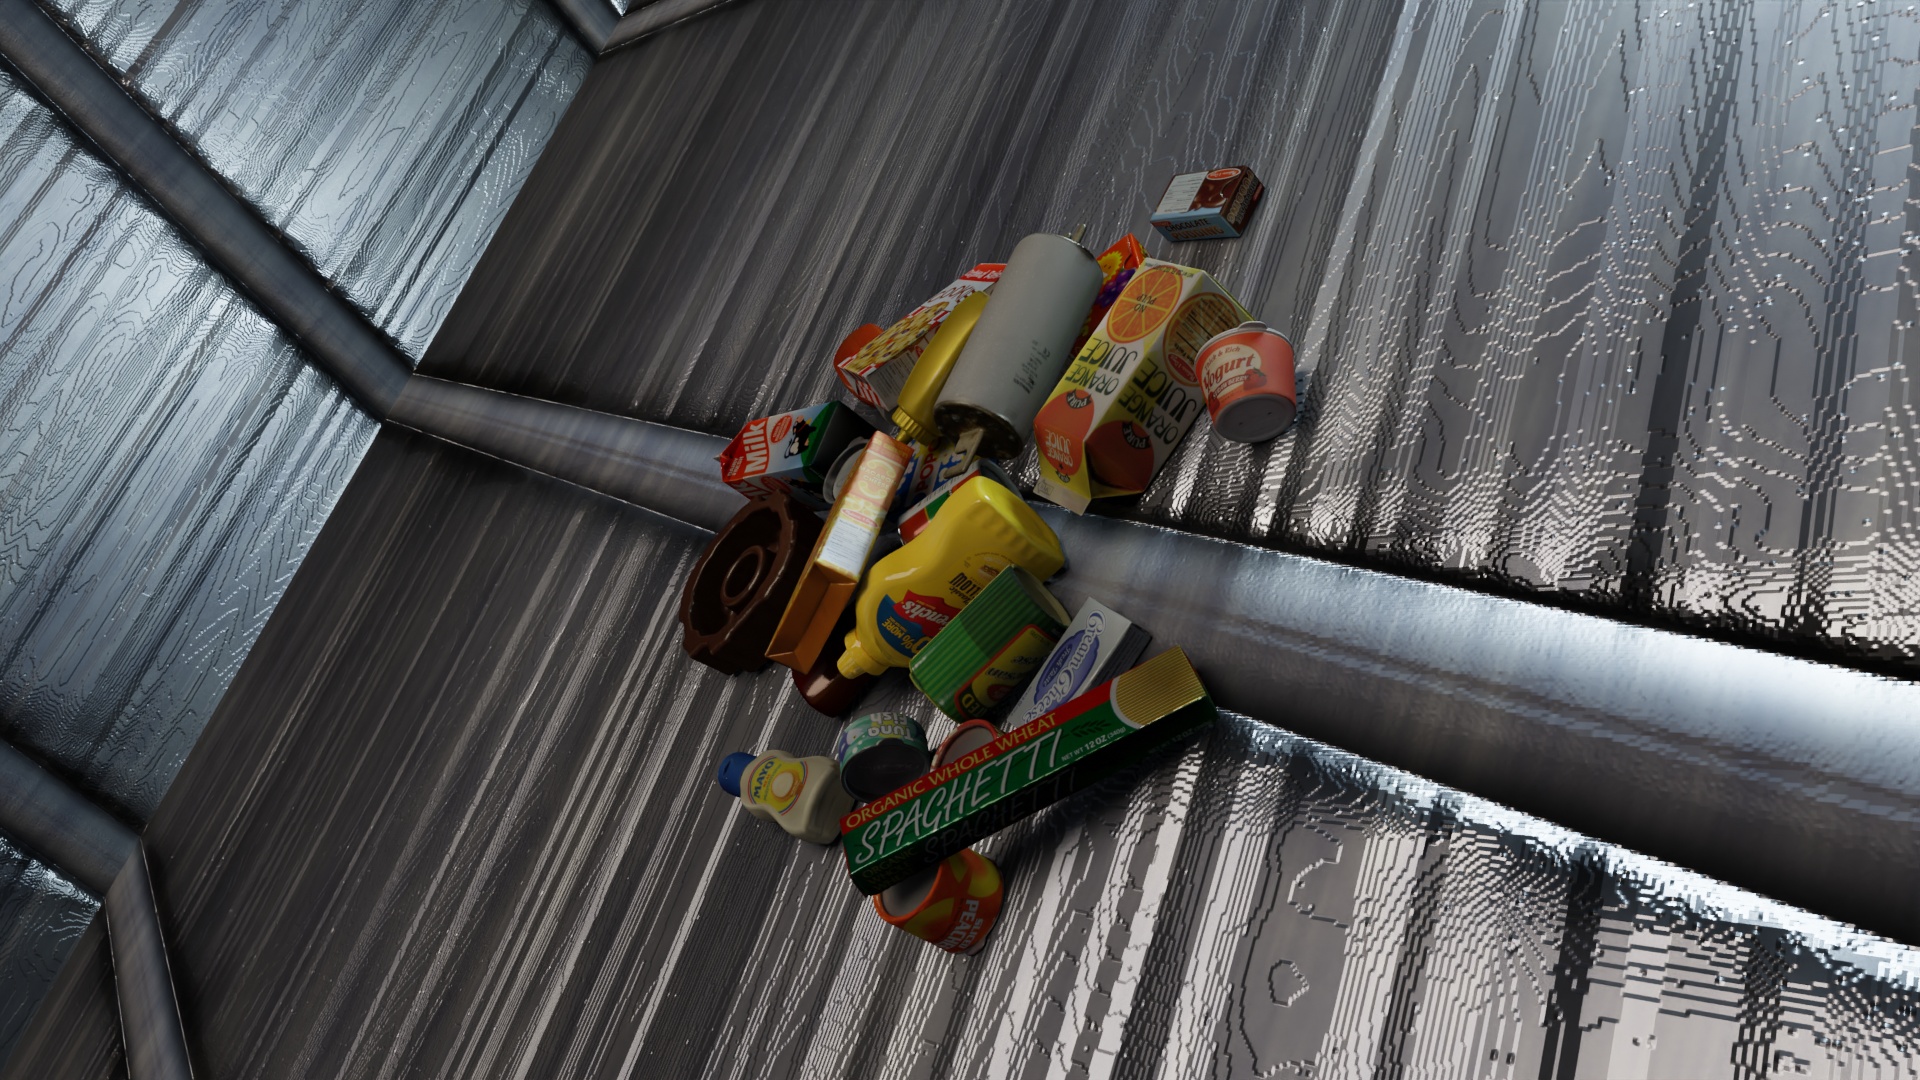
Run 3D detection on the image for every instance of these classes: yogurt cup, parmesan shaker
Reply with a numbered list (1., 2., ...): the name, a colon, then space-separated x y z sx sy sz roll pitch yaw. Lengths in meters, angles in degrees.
1. yogurt cup: 0.195 -0.102 0.936 0.072 0.072 0.054 -29 49 33
2. parmesan shaker: 0.021 0.074 0.982 0.103 0.071 0.071 -45 34 13

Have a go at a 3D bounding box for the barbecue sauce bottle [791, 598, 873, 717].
1. barbecue sauce bottle: -0.073 0.071 1.126 0.148 0.043 0.065 -48 37 8

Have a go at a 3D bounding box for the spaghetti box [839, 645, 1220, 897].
1. spaghetti box: 0.039 0.145 0.866 0.250 0.028 0.050 -28 37 5

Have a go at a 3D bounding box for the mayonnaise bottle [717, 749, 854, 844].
1. mayonnaise bottle: -0.141 0.196 1.098 0.148 0.041 0.065 2 64 51

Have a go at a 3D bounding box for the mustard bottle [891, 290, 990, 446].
1. mustard bottle: -0.013 -0.129 1.147 0.160 0.065 0.049 -51 40 6

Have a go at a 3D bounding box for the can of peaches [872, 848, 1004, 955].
1. can of peaches: -0.014 0.227 0.898 0.071 0.058 0.071 -32 38 30

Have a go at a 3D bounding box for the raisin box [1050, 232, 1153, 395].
1. raisin box: 0.107 -0.183 1.138 0.123 0.040 0.086 -35 36 25

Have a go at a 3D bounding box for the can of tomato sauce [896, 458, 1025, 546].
1. can of tomato sauce: 0.004 -0.014 1.087 0.083 0.071 0.071 -35 37 21

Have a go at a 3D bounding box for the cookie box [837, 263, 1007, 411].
1. cookie box: -0.020 -0.183 1.231 0.167 0.040 0.123 -37 19 -6

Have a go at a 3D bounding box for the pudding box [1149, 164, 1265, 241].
1. pudding box: 0.197 -0.269 1.114 0.083 0.030 0.050 11 68 54

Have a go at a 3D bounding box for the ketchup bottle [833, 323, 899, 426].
1. ketchup bottle: -0.078 -0.157 1.340 0.064 0.043 0.149 -46 34 9

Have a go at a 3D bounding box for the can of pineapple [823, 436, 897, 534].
1. can of pineapple: -0.077 -0.048 1.227 0.071 0.058 0.071 -31 39 30

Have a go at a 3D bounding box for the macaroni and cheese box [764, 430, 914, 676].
1. macaroni and cheese box: -0.096 0.007 1.109 0.123 0.040 0.167 -58 9 41

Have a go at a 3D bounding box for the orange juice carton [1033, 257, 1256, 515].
1. orange juice carton: 0.124 -0.106 1.016 0.192 0.073 0.072 -55 33 -2

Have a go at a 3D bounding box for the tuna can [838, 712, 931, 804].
1. tuna can: -0.055 0.156 1.002 0.071 0.071 0.033 -40 35 20

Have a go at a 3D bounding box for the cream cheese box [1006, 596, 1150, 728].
1. cream cheese box: 0.080 0.093 0.935 0.104 0.024 0.053 -56 34 -3

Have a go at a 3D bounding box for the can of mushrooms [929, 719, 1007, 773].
1. can of mushrooms: 0.014 0.156 0.950 0.071 0.033 0.071 -33 38 30

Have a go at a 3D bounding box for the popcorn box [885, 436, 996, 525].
1. popcorn box: -0.009 -0.072 1.183 0.085 0.038 0.127 -15 49 42

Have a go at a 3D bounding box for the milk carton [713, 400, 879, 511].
1. milk carton: -0.162 -0.074 1.342 0.190 0.072 0.074 -7 56 49
